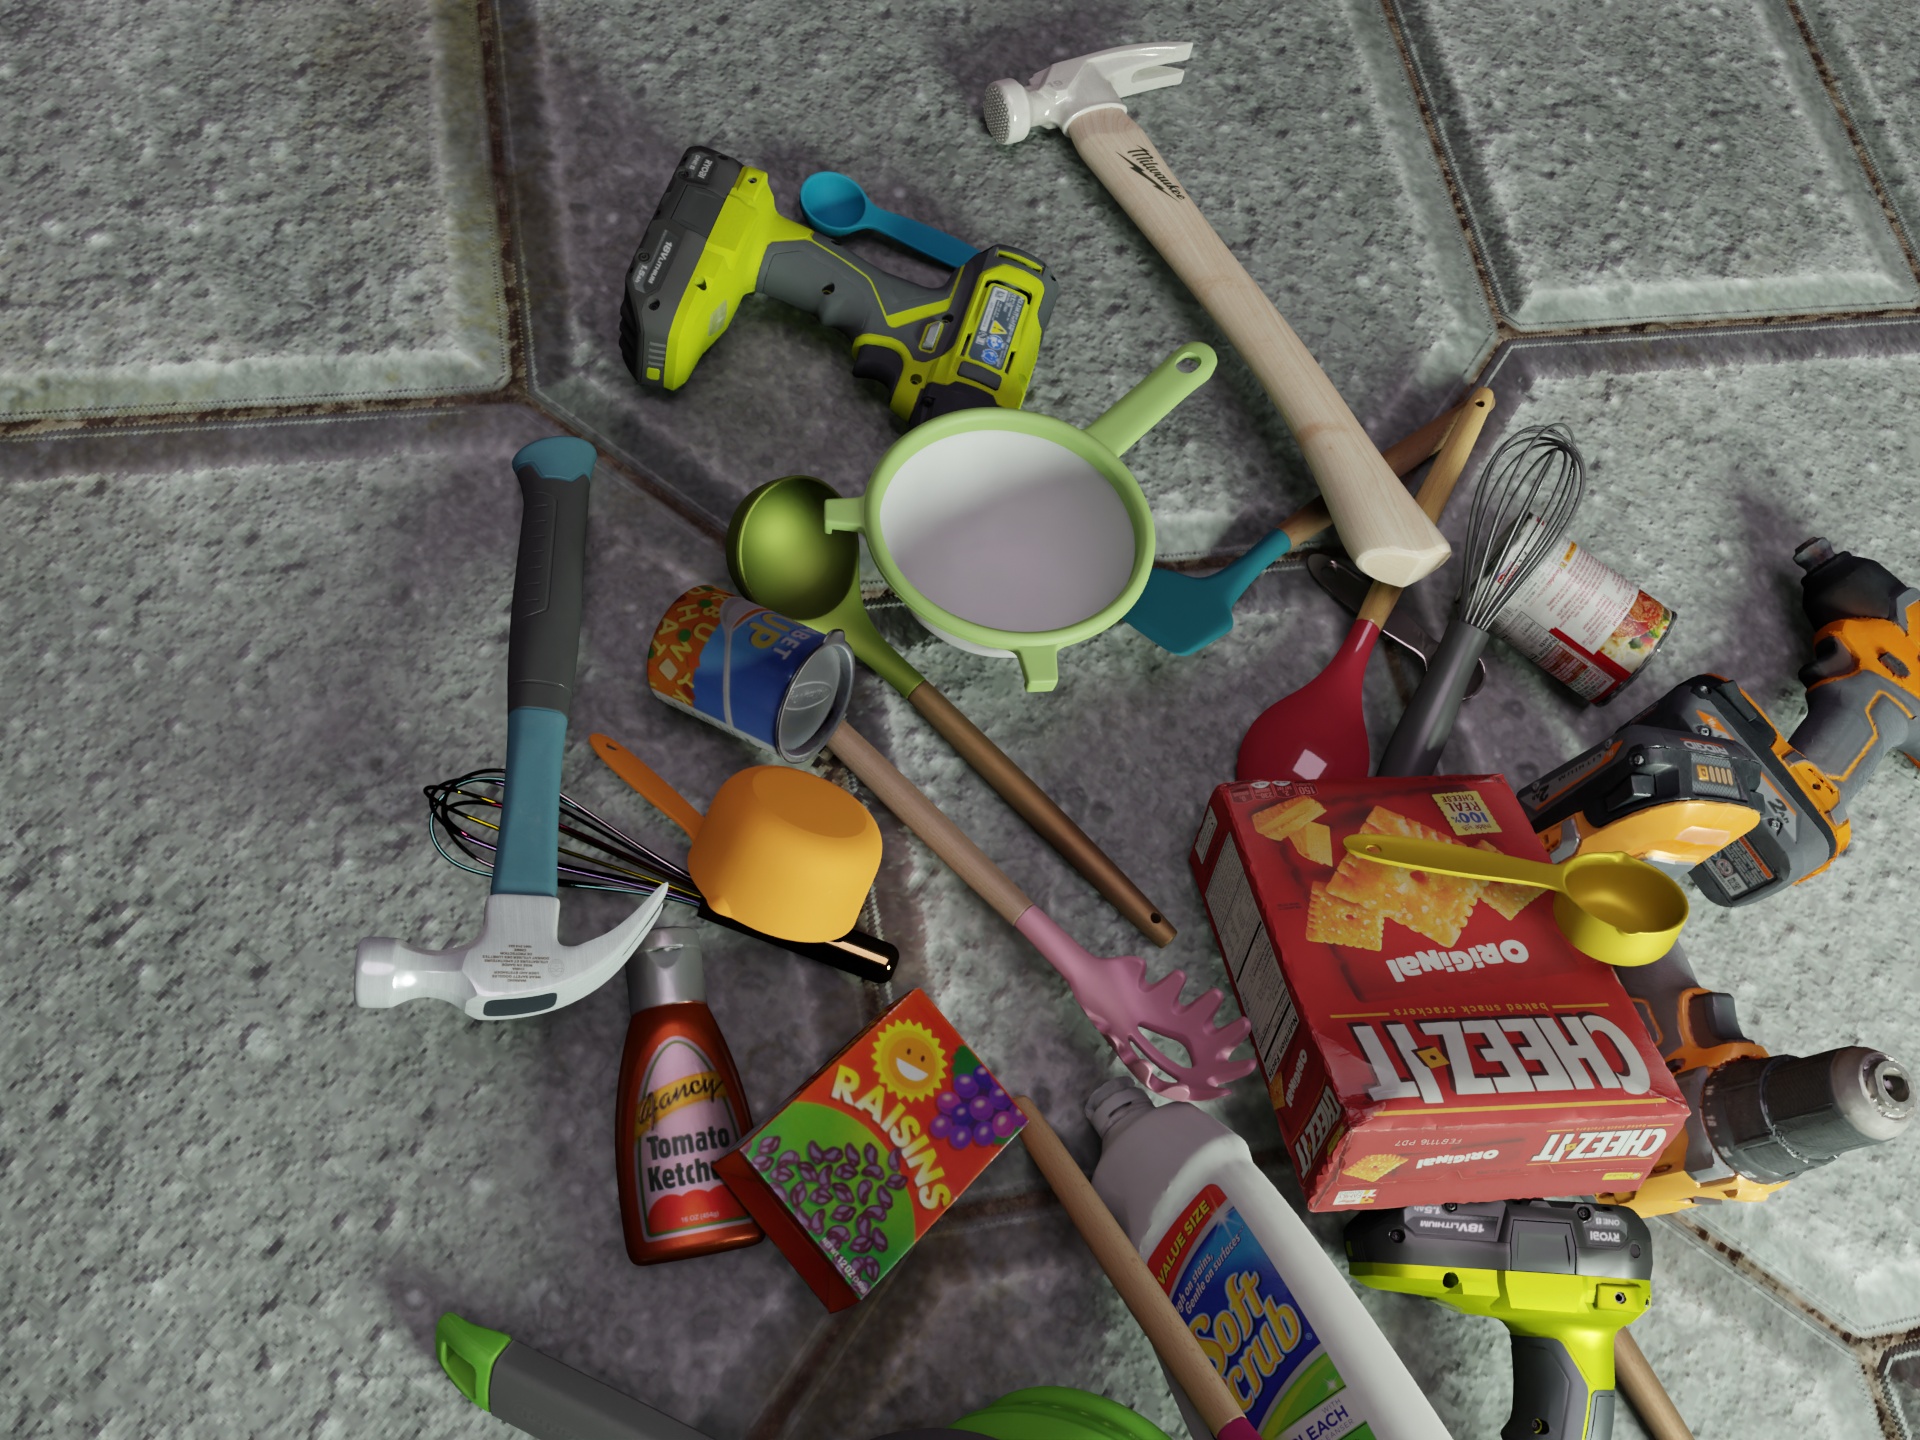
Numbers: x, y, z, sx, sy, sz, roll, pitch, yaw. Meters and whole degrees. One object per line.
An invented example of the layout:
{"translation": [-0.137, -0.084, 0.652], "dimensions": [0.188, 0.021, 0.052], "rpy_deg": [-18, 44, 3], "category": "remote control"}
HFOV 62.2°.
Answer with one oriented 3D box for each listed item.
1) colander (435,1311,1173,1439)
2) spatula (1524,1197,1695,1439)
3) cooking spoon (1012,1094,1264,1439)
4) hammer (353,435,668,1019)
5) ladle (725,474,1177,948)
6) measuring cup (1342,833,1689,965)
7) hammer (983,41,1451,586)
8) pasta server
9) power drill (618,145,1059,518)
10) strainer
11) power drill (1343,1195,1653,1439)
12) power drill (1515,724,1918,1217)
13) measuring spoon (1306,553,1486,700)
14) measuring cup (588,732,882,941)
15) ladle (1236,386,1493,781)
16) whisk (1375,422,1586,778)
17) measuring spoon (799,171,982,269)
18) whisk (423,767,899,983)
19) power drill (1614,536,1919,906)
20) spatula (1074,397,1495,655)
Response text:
{"translation": [-0.034, 0.318, 0.669], "dimensions": [0.397, 0.204, 0.094], "rpy_deg": [20, 30, 15], "category": "colander"}
{"translation": [0.294, 0.254, 0.796], "dimensions": [0.060, 0.018, 0.316], "rpy_deg": [-25, 73, -15], "category": "spatula"}
{"translation": [0.099, 0.275, 0.667], "dimensions": [0.017, 0.068, 0.319], "rpy_deg": [11, 27, -37], "category": "cooking spoon"}
{"translation": [-0.205, -0.012, 0.769], "dimensions": [0.128, 0.033, 0.331], "rpy_deg": [6, 54, -17], "category": "hammer"}
{"translation": [-0.001, -0.003, 0.829], "dimensions": [0.320, 0.062, 0.078], "rpy_deg": [45, 62, 6], "category": "ladle"}
{"translation": [0.258, 0.081, 0.752], "dimensions": [0.156, 0.029, 0.062], "rpy_deg": [10, 35, 13], "category": "measuring cup"}
{"translation": [0.171, -0.253, 0.949], "dimensions": [0.146, 0.038, 0.411], "rpy_deg": [-22, 67, -19], "category": "hammer"}
{"translation": [0.015, 0.074, 0.791], "dimensions": [0.316, 0.040, 0.060], "rpy_deg": [43, 52, 17], "category": "pasta server"}
{"translation": [-0.070, -0.217, 0.895], "dimensions": [0.223, 0.080, 0.171], "rpy_deg": [20, 66, -5], "category": "power drill"}
{"translation": [0.055, -0.118, 0.857], "dimensions": [0.151, 0.069, 0.256], "rpy_deg": [38, 60, 14], "category": "strainer"}
{"translation": [0.232, 0.335, 0.717], "dimensions": [0.190, 0.080, 0.229], "rpy_deg": [3, 71, 2], "category": "power drill"}
{"translation": [0.359, 0.118, 0.775], "dimensions": [0.084, 0.185, 0.226], "rpy_deg": [8, 64, -17], "category": "power drill"}
{"translation": [0.248, -0.054, 0.919], "dimensions": [0.124, 0.018, 0.034], "rpy_deg": [42, 74, 15], "category": "measuring spoon"}
{"translation": [-0.113, 0.037, 0.778], "dimensions": [0.174, 0.052, 0.095], "rpy_deg": [36, 23, 20], "category": "measuring cup"}
{"translation": [0.242, -0.072, 0.904], "dimensions": [0.069, 0.031, 0.315], "rpy_deg": [26, 68, 11], "category": "ladle"}
{"translation": [0.274, -0.049, 0.859], "dimensions": [0.055, 0.055, 0.239], "rpy_deg": [23, 93, 0], "category": "whisk"}
{"translation": [-0.038, -0.292, 0.966], "dimensions": [0.128, 0.021, 0.042], "rpy_deg": [21, 64, -11], "category": "measuring spoon"}
{"translation": [-0.146, 0.080, 0.777], "dimensions": [0.245, 0.047, 0.051], "rpy_deg": [21, 65, -4], "category": "whisk"}
{"translation": [0.482, -0.008, 0.905], "dimensions": [0.226, 0.084, 0.164], "rpy_deg": [-25, 73, -23], "category": "power drill"}
{"translation": [0.206, -0.124, 0.921], "dimensions": [0.317, 0.044, 0.082], "rpy_deg": [-34, 56, -22], "category": "spatula"}
